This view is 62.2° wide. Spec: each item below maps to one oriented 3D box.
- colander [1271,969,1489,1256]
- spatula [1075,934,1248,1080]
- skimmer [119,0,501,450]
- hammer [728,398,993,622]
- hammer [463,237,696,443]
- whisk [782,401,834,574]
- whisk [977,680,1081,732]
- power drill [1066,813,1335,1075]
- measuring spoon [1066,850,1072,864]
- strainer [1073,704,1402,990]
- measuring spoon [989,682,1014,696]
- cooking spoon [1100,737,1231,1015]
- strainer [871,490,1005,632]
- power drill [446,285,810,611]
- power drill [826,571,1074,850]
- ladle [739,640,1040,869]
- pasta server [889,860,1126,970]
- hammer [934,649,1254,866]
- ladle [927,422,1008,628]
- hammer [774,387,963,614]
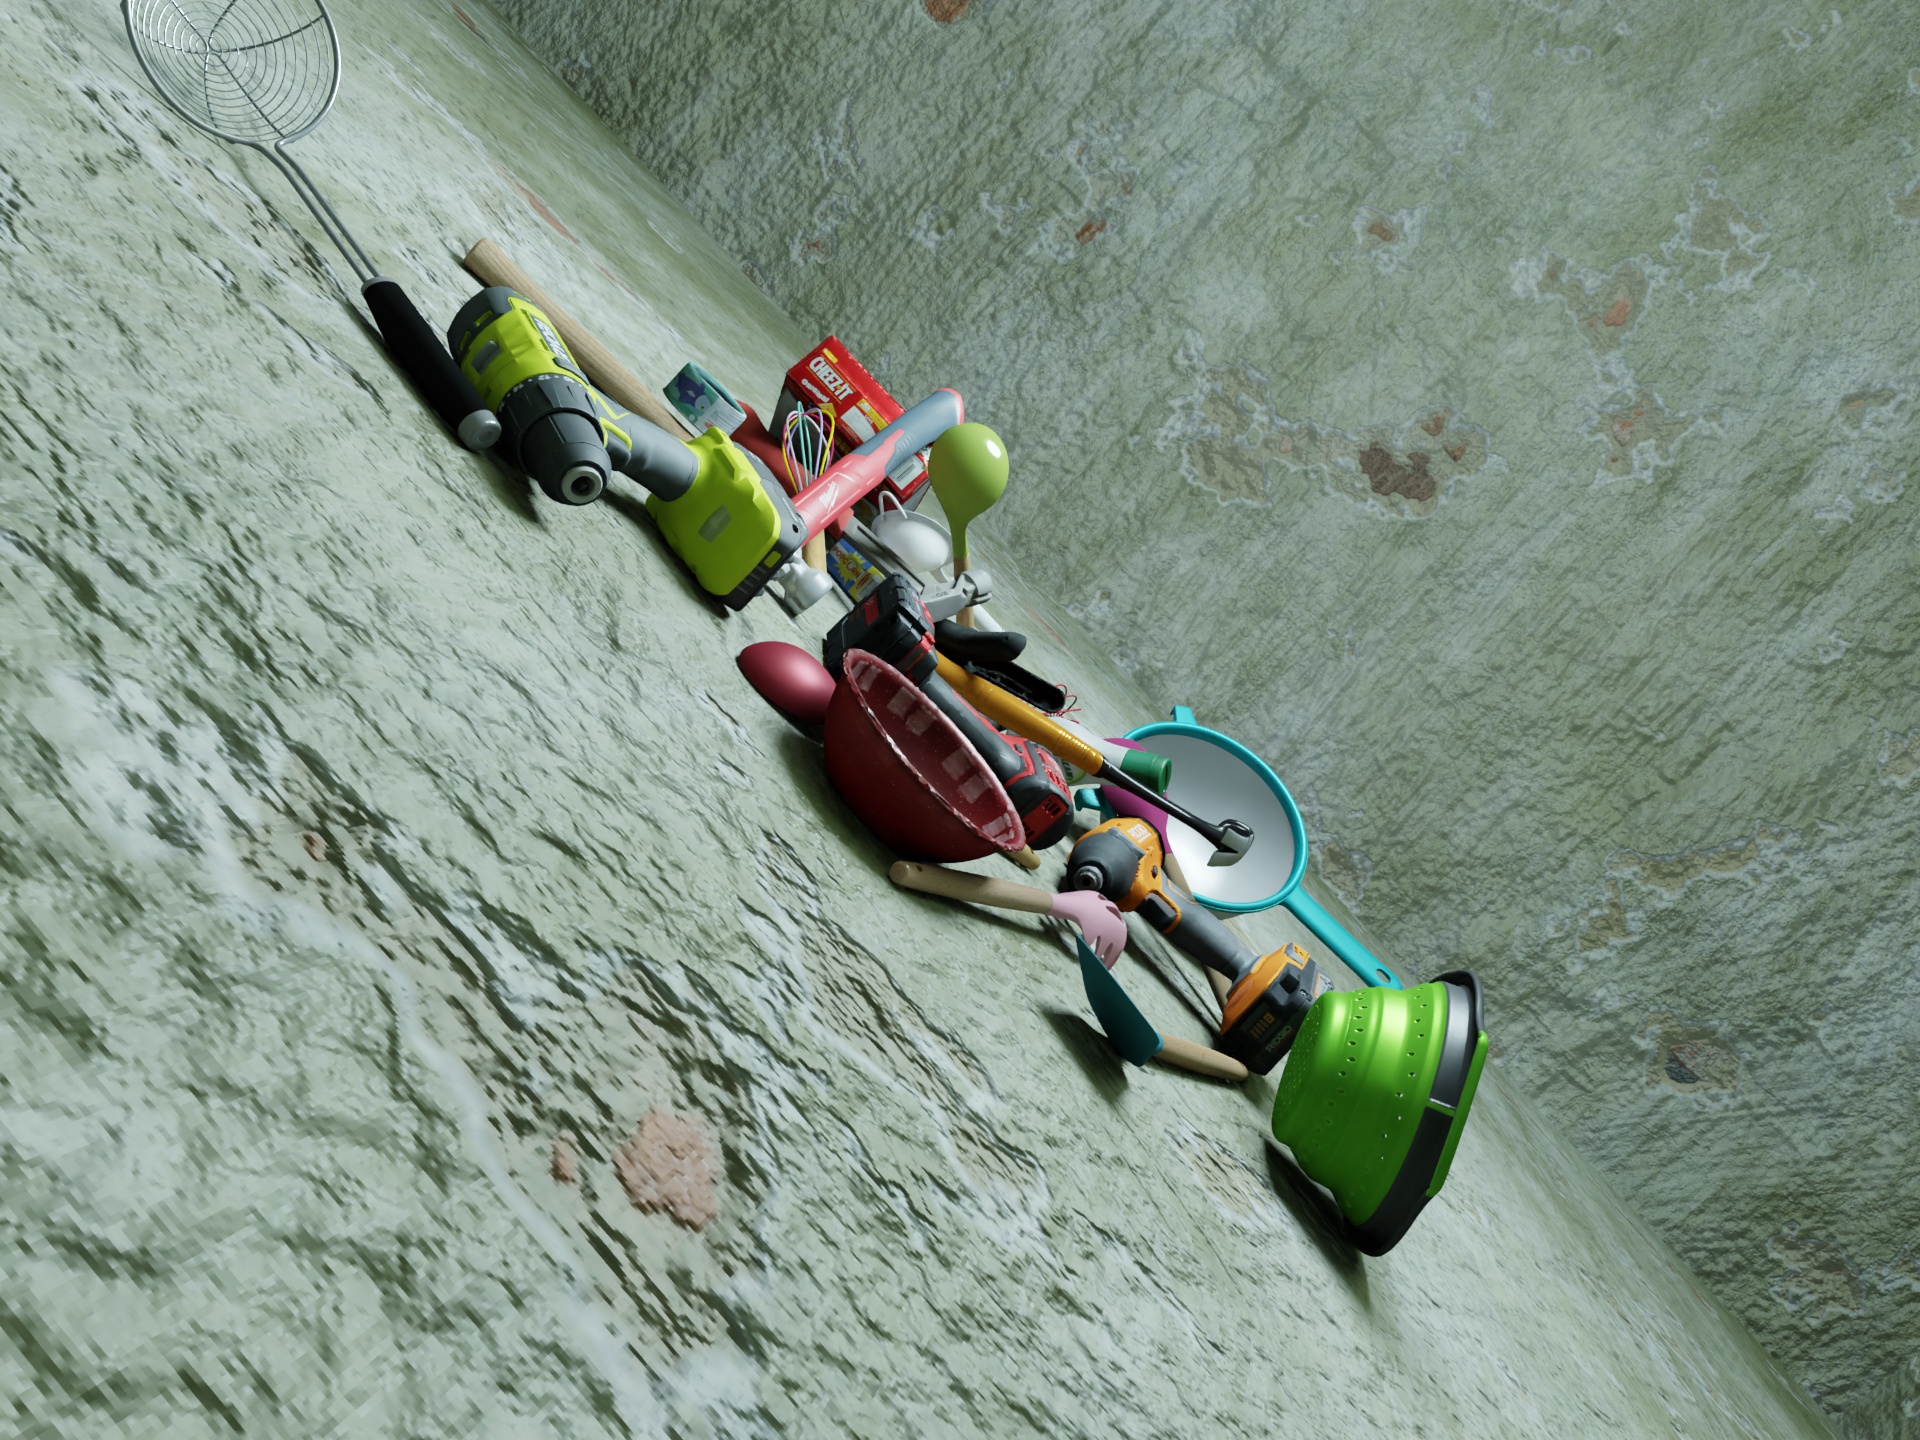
[{"bbox_3d":[0.278,0.271,1.173,0.094,0.204,0.397,21,-11,7],"label":"colander"},{"bbox_3d":[0.146,0.212,1.058,0.082,0.044,0.317,50,9,31],"label":"spatula"},{"bbox_3d":[-0.357,-0.311,0.914,0.127,0.090,0.363,-20,65,-44],"label":"skimmer"},{"bbox_3d":[-0.134,-0.196,1.455,0.149,0.036,0.359,-17,47,-37],"label":"hammer"},{"bbox_3d":[-0.262,-0.259,1.281,0.331,0.031,0.130,43,10,-18],"label":"hammer"},{"bbox_3d":[-0.130,-0.200,1.393,0.051,0.047,0.245,96,-10,-46],"label":"whisk"},{"bbox_3d":[0.054,-0.003,1.516,0.073,0.073,0.295,48,16,12],"label":"whisk"},{"bbox_3d":[0.178,0.168,1.245,0.226,0.084,0.164,42,15,12],"label":"power drill"},{"bbox_3d":[0.109,0.126,1.357,0.021,0.011,0.116,68,13,17],"label":"measuring spoon"},{"bbox_3d":[0.258,0.153,1.484,0.340,0.095,0.211,43,47,11],"label":"strainer"},{"bbox_3d":[0.013,-0.051,1.507,0.124,0.018,0.034,25,17,30],"label":"measuring spoon"},{"bbox_3d":[0.188,0.140,1.381,0.068,0.017,0.319,-1,52,-26],"label":"cooking spoon"},{"bbox_3d":[-0.014,-0.133,1.560,0.087,0.050,0.258,-1,-27,33],"label":"strainer"},{"bbox_3d":[-0.203,-0.159,0.995,0.228,0.080,0.191,31,17,-47],"label":"power drill"},{"bbox_3d":[-0.002,-0.004,1.226,0.219,0.078,0.143,46,9,-17],"label":"power drill"},{"bbox_3d":[-0.034,0.032,1.083,0.315,0.031,0.069,40,19,-41],"label":"ladle"},{"bbox_3d":[0.036,0.120,1.027,0.060,0.040,0.316,51,15,28],"label":"pasta server"},{"bbox_3d":[0.090,0.024,1.336,0.337,0.034,0.127,31,7,15],"label":"hammer"},{"bbox_3d":[0.010,-0.145,1.484,0.078,0.062,0.319,35,-28,25],"label":"ladle"},{"bbox_3d":[-0.093,-0.225,1.350,0.143,0.038,0.386,50,35,-9],"label":"hammer"}]
